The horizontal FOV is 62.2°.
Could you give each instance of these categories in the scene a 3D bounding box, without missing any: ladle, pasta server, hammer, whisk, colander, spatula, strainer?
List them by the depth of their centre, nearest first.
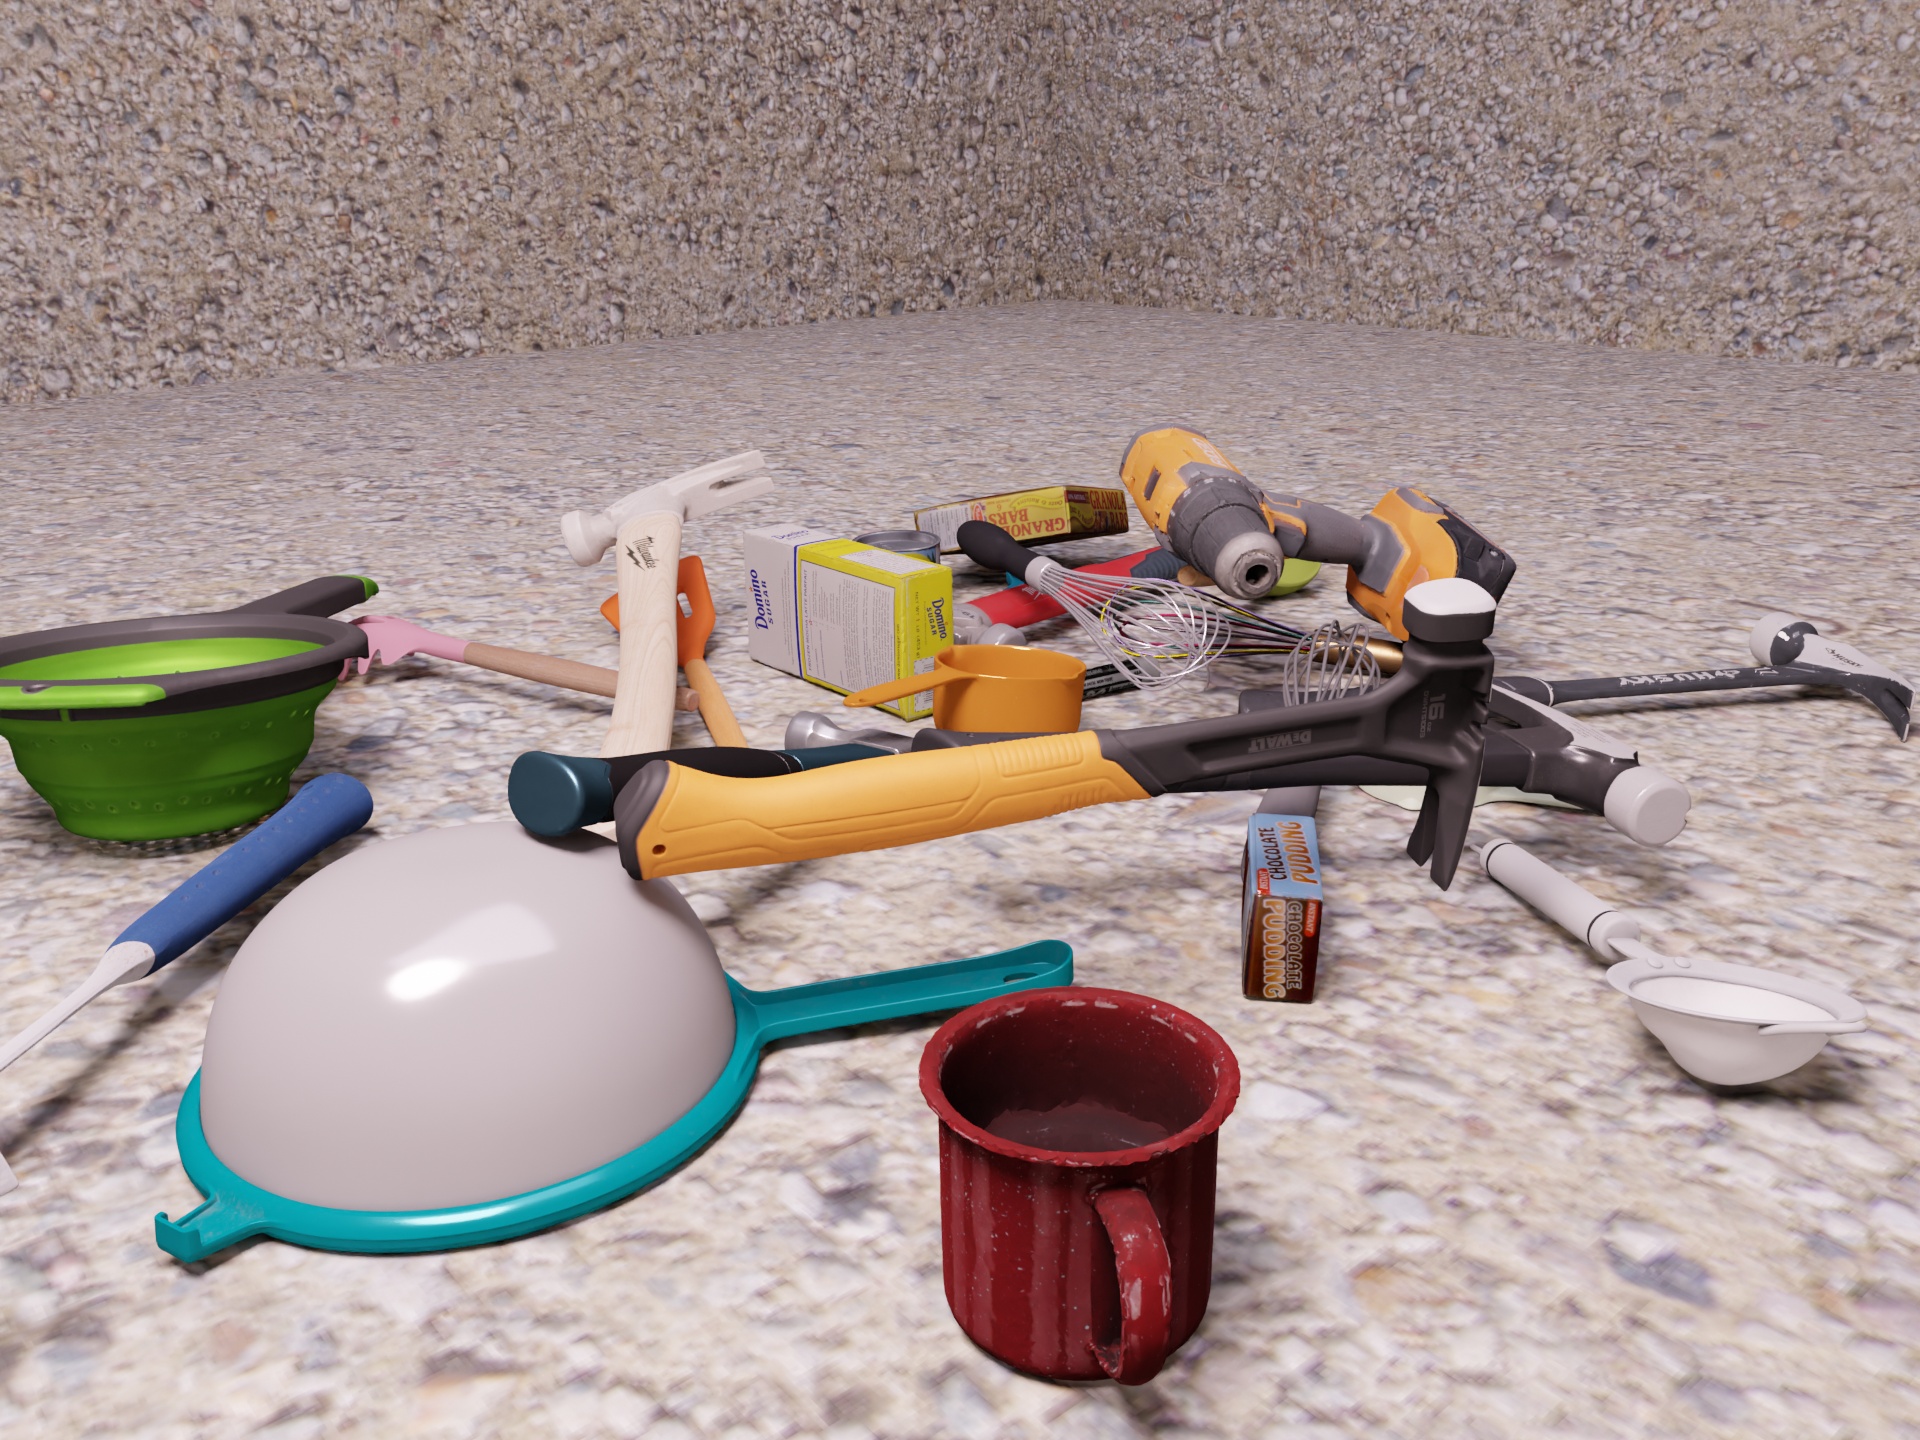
[{"bbox_3d":[-0.121,0.086,0.604,0.340,0.095,0.211,-7,21,-12],"label":"strainer"},{"bbox_3d":[0.041,0.026,0.605,0.337,0.127,0.034,-7,27,-10],"label":"hammer"},{"bbox_3d":[-0.326,0.098,0.620,0.144,0.035,0.406,-25,13,10],"label":"hammer"},{"bbox_3d":[0.272,0.093,0.649,0.087,0.050,0.259,2,14,-9],"label":"strainer"},{"bbox_3d":[0.143,0.017,0.721,0.334,0.035,0.146,0,20,-14],"label":"hammer"},{"bbox_3d":[-0.092,0.024,0.731,0.128,0.033,0.331,12,6,22],"label":"hammer"},{"bbox_3d":[0.177,0.015,0.820,0.055,0.055,0.239,7,34,21],"label":"whisk"},{"bbox_3d":[-0.413,-0.013,0.907,0.204,0.094,0.397,-1,13,0],"label":"colander"},{"bbox_3d":[-0.175,-0.049,0.931,0.146,0.038,0.411,-19,32,3],"label":"hammer"},{"bbox_3d":[0.360,-0.014,0.947,0.409,0.036,0.149,-5,21,-9],"label":"hammer"},{"bbox_3d":[-0.169,-0.032,1.010,0.081,0.041,0.323,-29,27,-6],"label":"spatula"},{"bbox_3d":[-0.292,-0.031,1.016,0.316,0.040,0.060,11,23,29],"label":"pasta server"},{"bbox_3d":[0.071,-0.083,1.024,0.070,0.070,0.285,-12,27,-28],"label":"whisk"},{"bbox_3d":[0.211,-0.050,1.053,0.245,0.051,0.047,11,43,19],"label":"whisk"},{"bbox_3d":[0.196,-0.115,1.103,0.078,0.062,0.320,36,16,12],"label":"ladle"},{"bbox_3d":[0.096,-0.110,1.189,0.143,0.038,0.386,29,32,33],"label":"hammer"}]

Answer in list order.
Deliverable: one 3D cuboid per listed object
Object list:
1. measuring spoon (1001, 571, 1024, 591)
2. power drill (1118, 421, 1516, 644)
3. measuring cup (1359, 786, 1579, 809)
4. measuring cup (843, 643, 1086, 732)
[{"bbox_3d":[0.035,-0.084,1.186,0.042,0.021,0.129,26,36,13],"label":"measuring spoon"},{"bbox_3d":[0.219,-0.104,0.966,0.226,0.084,0.186,15,24,-17],"label":"power drill"},{"bbox_3d":[0.293,0.022,0.839,0.168,0.038,0.083,7,21,27],"label":"measuring cup"},{"bbox_3d":[-0.001,-0.003,0.885,0.095,0.052,0.173,16,21,40],"label":"measuring cup"}]
